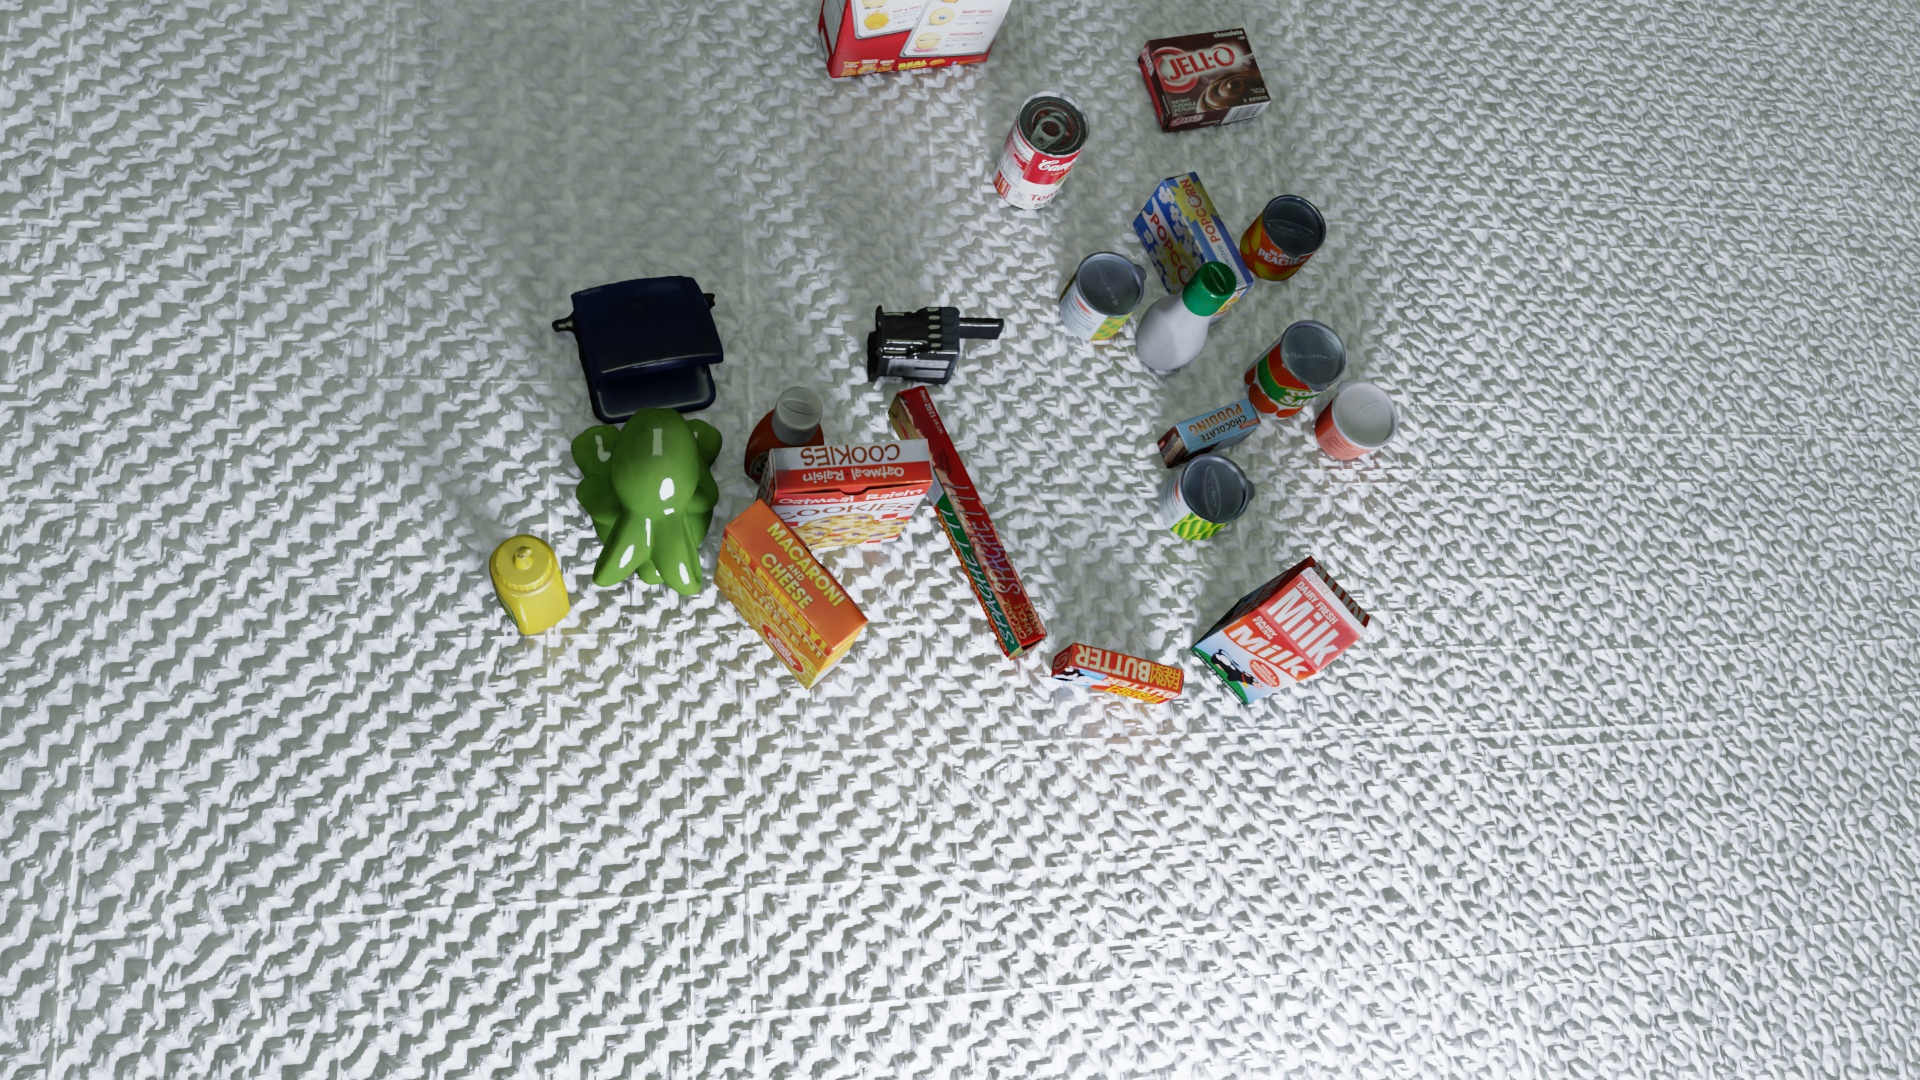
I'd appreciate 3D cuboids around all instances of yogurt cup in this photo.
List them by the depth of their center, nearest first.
[{"bbox_3d":[0.373,-0.111,1.320,0.072,0.053,0.072,4,73,-12],"label":"yogurt cup"}]

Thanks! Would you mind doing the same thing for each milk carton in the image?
[{"bbox_3d":[0.273,0.073,1.166,0.074,0.190,0.072,-41,86,-21],"label":"milk carton"}]

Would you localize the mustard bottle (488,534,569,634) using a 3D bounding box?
[{"bbox_3d":[-0.329,0.027,1.051,0.049,0.159,0.065,-29,82,-20],"label":"mustard bottle"}]

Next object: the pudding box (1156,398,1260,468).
[{"bbox_3d":[0.229,-0.099,1.284,0.084,0.049,0.030,-21,79,-18],"label":"pudding box"}]

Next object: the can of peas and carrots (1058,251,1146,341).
[{"bbox_3d":[0.133,-0.228,1.296,0.071,0.058,0.071,4,73,-12],"label":"can of peas and carrots"}]

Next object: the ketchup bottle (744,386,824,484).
[{"bbox_3d":[-0.140,-0.083,1.137,0.065,0.148,0.043,15,71,-9],"label":"ketchup bottle"}]

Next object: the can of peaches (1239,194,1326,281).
[{"bbox_3d":[0.314,-0.293,1.361,0.071,0.058,0.071,4,73,-12],"label":"can of peaches"}]

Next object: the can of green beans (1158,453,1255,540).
[{"bbox_3d":[0.220,-0.038,1.259,0.071,0.057,0.071,4,73,-12],"label":"can of green beans"}]

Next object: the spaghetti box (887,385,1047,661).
[{"bbox_3d":[0.004,-0.015,1.204,0.029,0.050,0.250,-23,80,-19],"label":"spaghetti box"}]

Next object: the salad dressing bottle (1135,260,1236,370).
[{"bbox_3d":[0.204,-0.203,1.258,0.044,0.147,0.064,-23,80,-19],"label":"salad dressing bottle"}]

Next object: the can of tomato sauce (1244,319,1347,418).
[{"bbox_3d":[0.314,-0.158,1.305,0.071,0.083,0.071,4,73,-12],"label":"can of tomato sauce"}]

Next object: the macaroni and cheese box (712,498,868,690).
[{"bbox_3d":[-0.137,0.045,1.089,0.040,0.166,0.124,-40,86,-21],"label":"macaroni and cheese box"}]

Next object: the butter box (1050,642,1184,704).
[{"bbox_3d":[0.135,0.115,1.193,0.103,0.053,0.024,15,71,-9],"label":"butter box"}]

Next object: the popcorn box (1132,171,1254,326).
[{"bbox_3d":[0.219,-0.273,1.317,0.038,0.085,0.127,-22,80,-19],"label":"popcorn box"}]

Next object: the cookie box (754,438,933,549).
[{"bbox_3d":[-0.099,-0.033,1.122,0.123,0.167,0.040,-5,75,-15],"label":"cookie box"}]
